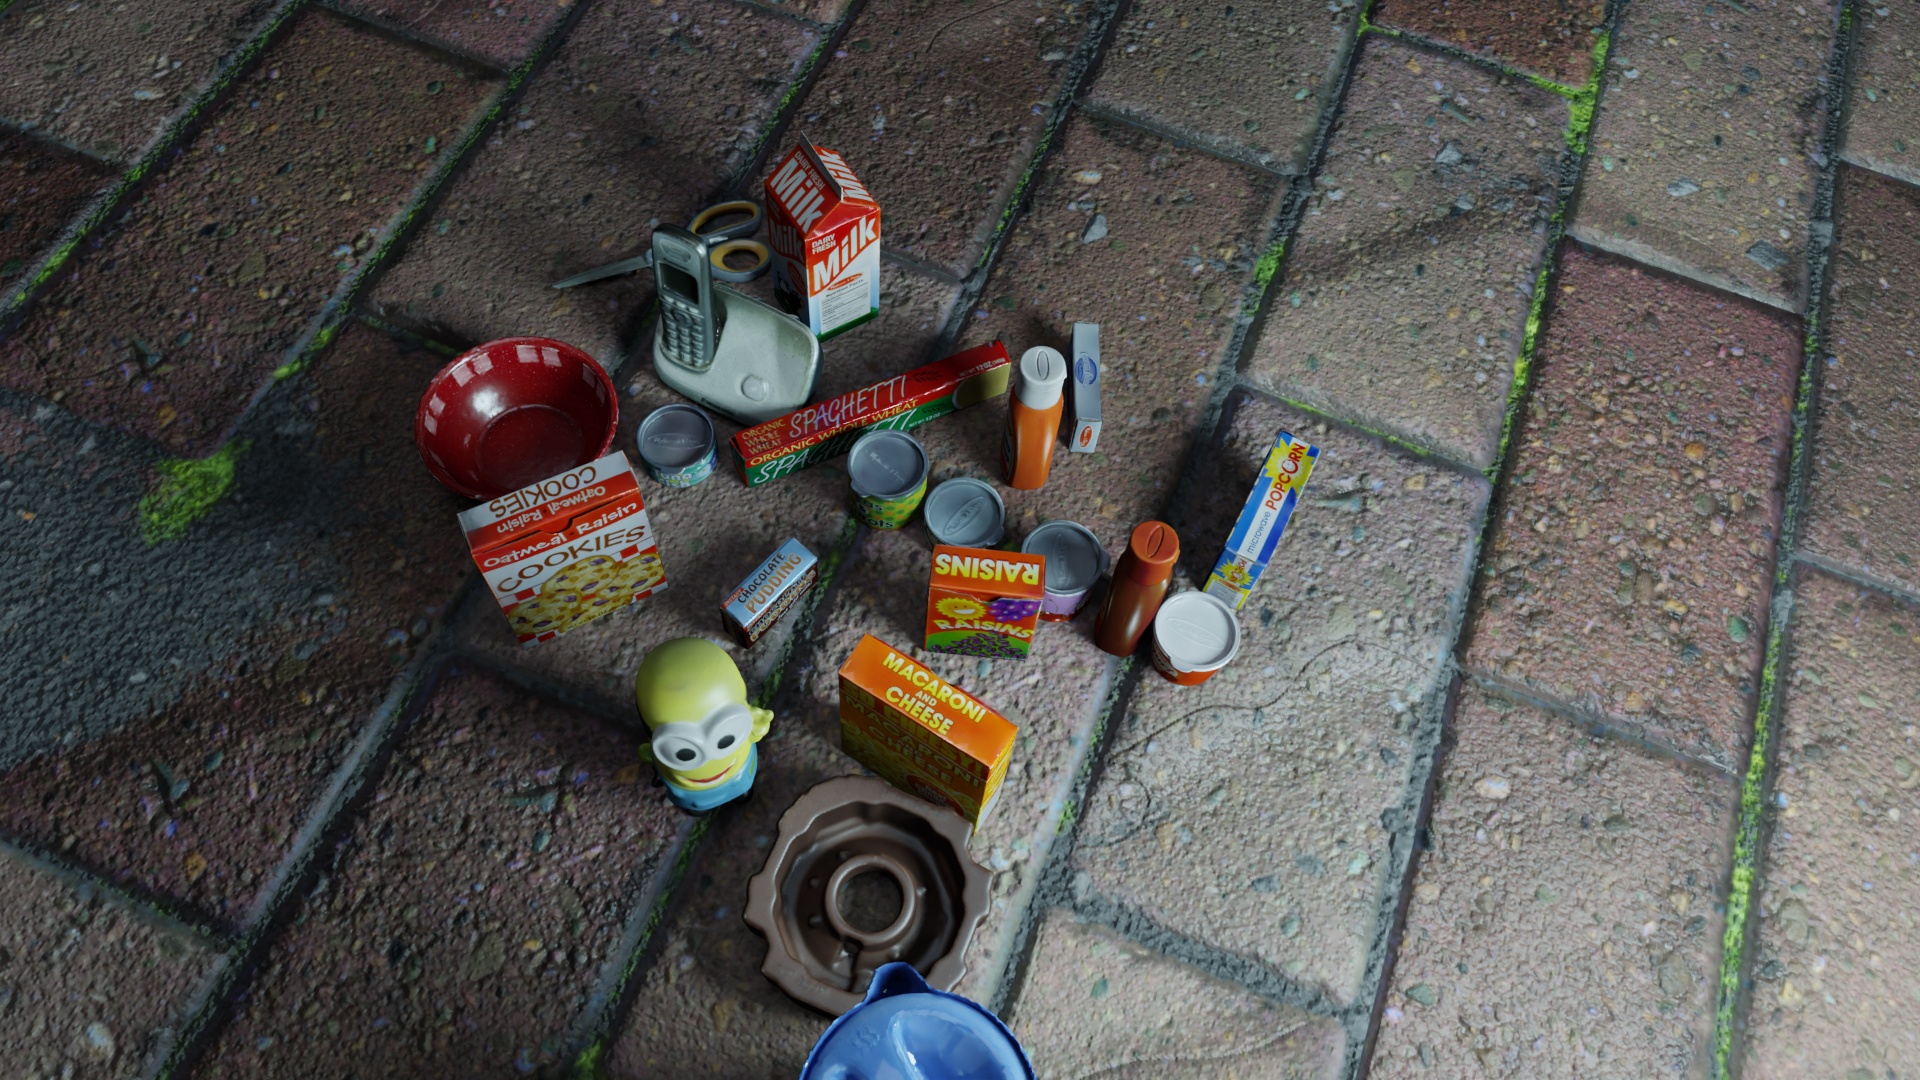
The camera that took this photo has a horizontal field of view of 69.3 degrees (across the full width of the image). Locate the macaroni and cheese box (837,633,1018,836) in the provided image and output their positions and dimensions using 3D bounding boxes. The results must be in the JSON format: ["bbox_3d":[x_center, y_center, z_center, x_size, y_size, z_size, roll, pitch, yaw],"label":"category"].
[{"bbox_3d":[-0.026,0.141,0.991,0.124,0.165,0.040,31,65,11],"label":"macaroni and cheese box"}]

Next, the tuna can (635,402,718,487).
[{"bbox_3d":[-0.237,-0.077,1.165,0.071,0.032,0.071,2,62,-3],"label":"tuna can"}]

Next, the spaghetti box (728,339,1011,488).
[{"bbox_3d":[-0.074,-0.109,1.184,0.251,0.050,0.029,-22,66,-15],"label":"spaghetti box"}]

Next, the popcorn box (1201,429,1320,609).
[{"bbox_3d":[0.246,-0.016,1.140,0.038,0.084,0.127,26,64,9],"label":"popcorn box"}]

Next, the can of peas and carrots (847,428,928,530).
[{"bbox_3d":[-0.062,-0.048,1.148,0.071,0.058,0.071,2,62,-3],"label":"can of peas and carrots"}]

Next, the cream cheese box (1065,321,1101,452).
[{"bbox_3d":[0.107,-0.133,1.209,0.024,0.053,0.104,3,62,-3],"label":"cream cheese box"}]

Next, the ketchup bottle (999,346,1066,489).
[{"bbox_3d":[0.060,-0.102,1.135,0.043,0.148,0.065,0,63,-4],"label":"ketchup bottle"}]

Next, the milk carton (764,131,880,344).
[{"bbox_3d":[-0.116,-0.257,1.181,0.073,0.189,0.072,-28,68,-17],"label":"milk carton"}]

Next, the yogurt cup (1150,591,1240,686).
[{"bbox_3d":[0.182,0.081,1.101,0.072,0.053,0.073,2,62,-3],"label":"yogurt cup"}]

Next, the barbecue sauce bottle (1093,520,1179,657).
[{"bbox_3d":[0.137,0.035,1.069,0.044,0.147,0.065,22,63,7],"label":"barbecue sauce bottle"}]

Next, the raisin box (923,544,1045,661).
[{"bbox_3d":[0.016,0.050,1.066,0.086,0.122,0.040,7,62,-1],"label":"raisin box"}]

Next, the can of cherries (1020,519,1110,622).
[{"bbox_3d":[0.081,0.026,1.120,0.071,0.058,0.072,2,62,-3],"label":"can of cherries"}]

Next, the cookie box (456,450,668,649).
[{"bbox_3d":[-0.291,0.011,1.039,0.123,0.166,0.040,-24,67,-16],"label":"cookie box"}]

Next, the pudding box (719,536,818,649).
[{"bbox_3d":[-0.151,0.041,1.100,0.030,0.049,0.084,38,66,15],"label":"pudding box"}]

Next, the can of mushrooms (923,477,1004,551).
[{"bbox_3d":[0.004,-0.014,1.150,0.071,0.033,0.071,2,62,-3],"label":"can of mushrooms"}]
